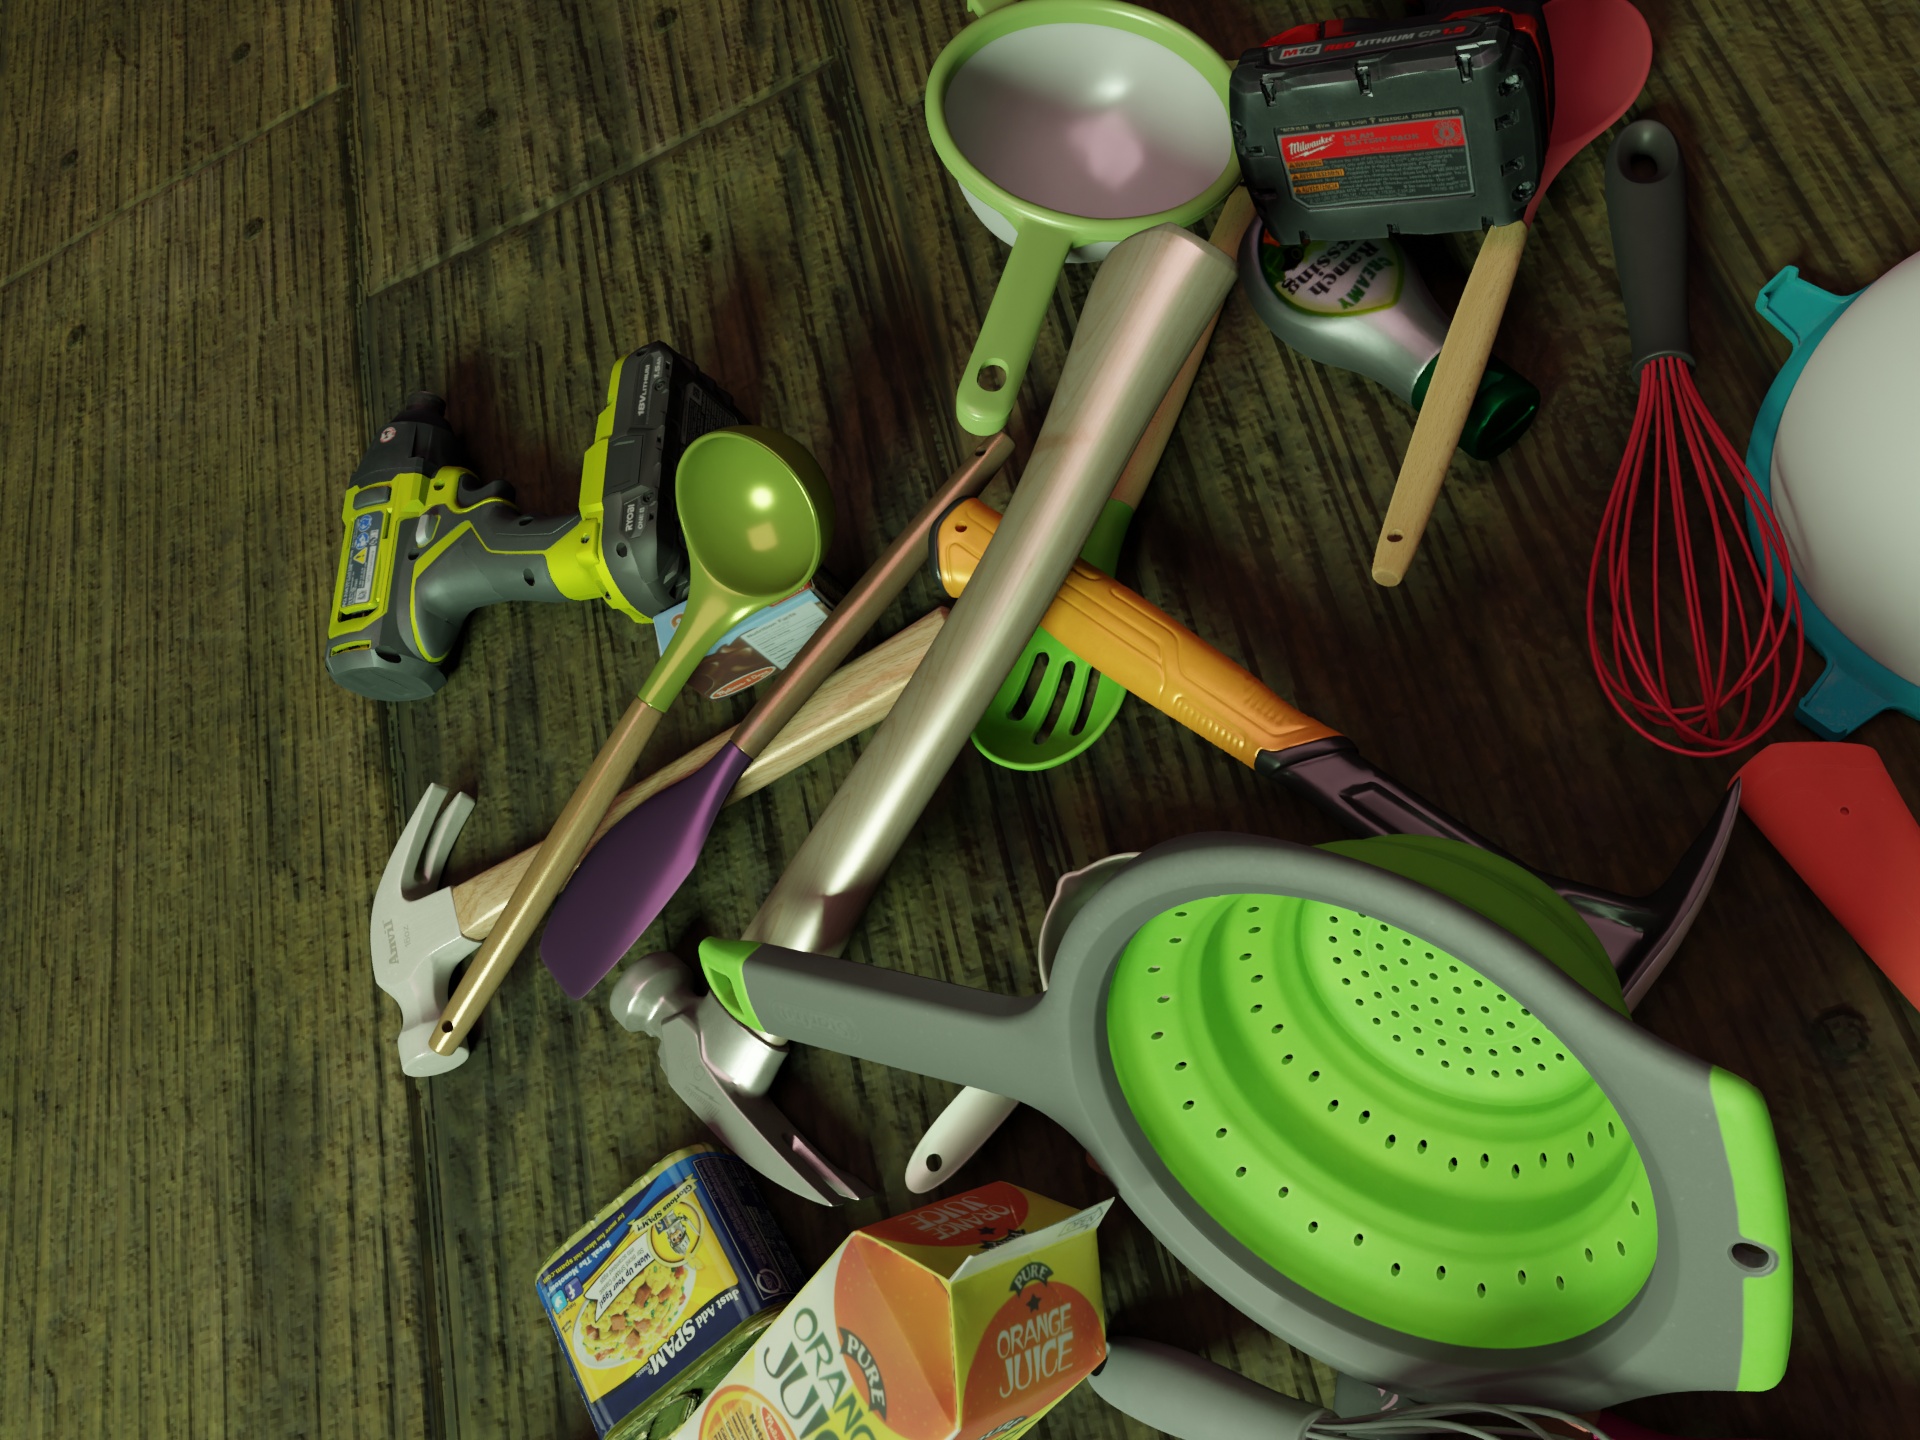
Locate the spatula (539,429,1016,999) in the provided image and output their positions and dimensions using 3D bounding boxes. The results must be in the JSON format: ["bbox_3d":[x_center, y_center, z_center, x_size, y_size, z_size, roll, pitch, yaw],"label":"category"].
[{"bbox_3d":[-0.082,-0.008,0.713,0.316,0.018,0.060,-49,50,0],"label":"spatula"}]

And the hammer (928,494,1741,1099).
[{"bbox_3d":[0.119,-0.005,0.618,0.337,0.034,0.127,36,85,28],"label":"hammer"}]

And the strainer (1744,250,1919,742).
[{"bbox_3d":[0.441,-0.104,0.509,0.340,0.095,0.211,-4,69,24],"label":"strainer"}]

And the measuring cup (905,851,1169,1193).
[{"bbox_3d":[0.042,0.126,0.632,0.167,0.038,0.083,-48,60,3],"label":"measuring cup"}]

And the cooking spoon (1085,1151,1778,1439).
[{"bbox_3d":[0.178,0.215,0.512,0.319,0.017,0.069,24,85,28],"label":"cooking spoon"}]

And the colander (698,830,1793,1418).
[{"bbox_3d":[0.072,0.097,0.540,0.397,0.204,0.094,5,32,39],"label":"colander"}]

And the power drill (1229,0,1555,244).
[{"bbox_3d":[0.180,-0.310,0.685,0.188,0.080,0.227,5,56,29],"label":"power drill"}]

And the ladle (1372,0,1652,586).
[{"bbox_3d":[0.216,-0.180,0.639,0.069,0.031,0.315,9,61,32],"label":"ladle"}]

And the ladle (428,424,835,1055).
[{"bbox_3d":[-0.155,0.014,0.701,0.078,0.062,0.320,33,94,14],"label":"ladle"}]

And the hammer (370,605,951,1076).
[{"bbox_3d":[-0.141,0.038,0.749,0.331,0.031,0.130,-29,62,11],"label":"hammer"}]

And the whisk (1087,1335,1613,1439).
[{"bbox_3d":[0.112,0.224,0.500,0.239,0.055,0.055,-14,60,58],"label":"whisk"}]

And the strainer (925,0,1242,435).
[{"bbox_3d":[0.042,-0.218,0.723,0.151,0.069,0.256,17,64,4],"label":"strainer"}]

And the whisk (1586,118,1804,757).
[{"bbox_3d":[0.274,-0.119,0.613,0.073,0.073,0.296,-4,62,22],"label":"whisk"}]

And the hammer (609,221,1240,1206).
[{"bbox_3d":[-0.001,-0.002,0.641,0.146,0.038,0.410,37,104,29],"label":"hammer"}]

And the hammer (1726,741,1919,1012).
[{"bbox_3d":[0.362,0.154,0.481,0.149,0.036,0.359,-37,61,7],"label":"hammer"}]

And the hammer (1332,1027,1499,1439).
[{"bbox_3d":[0.140,0.267,0.538,0.128,0.033,0.331,6,73,24],"label":"hammer"}]

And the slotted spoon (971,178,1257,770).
[{"bbox_3d":[0.082,-0.118,0.713,0.070,0.031,0.314,16,76,28],"label":"slotted spoon"}]

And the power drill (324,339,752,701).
[{"bbox_3d":[-0.222,-0.110,0.816,0.223,0.080,0.171,-8,68,24],"label":"power drill"}]
